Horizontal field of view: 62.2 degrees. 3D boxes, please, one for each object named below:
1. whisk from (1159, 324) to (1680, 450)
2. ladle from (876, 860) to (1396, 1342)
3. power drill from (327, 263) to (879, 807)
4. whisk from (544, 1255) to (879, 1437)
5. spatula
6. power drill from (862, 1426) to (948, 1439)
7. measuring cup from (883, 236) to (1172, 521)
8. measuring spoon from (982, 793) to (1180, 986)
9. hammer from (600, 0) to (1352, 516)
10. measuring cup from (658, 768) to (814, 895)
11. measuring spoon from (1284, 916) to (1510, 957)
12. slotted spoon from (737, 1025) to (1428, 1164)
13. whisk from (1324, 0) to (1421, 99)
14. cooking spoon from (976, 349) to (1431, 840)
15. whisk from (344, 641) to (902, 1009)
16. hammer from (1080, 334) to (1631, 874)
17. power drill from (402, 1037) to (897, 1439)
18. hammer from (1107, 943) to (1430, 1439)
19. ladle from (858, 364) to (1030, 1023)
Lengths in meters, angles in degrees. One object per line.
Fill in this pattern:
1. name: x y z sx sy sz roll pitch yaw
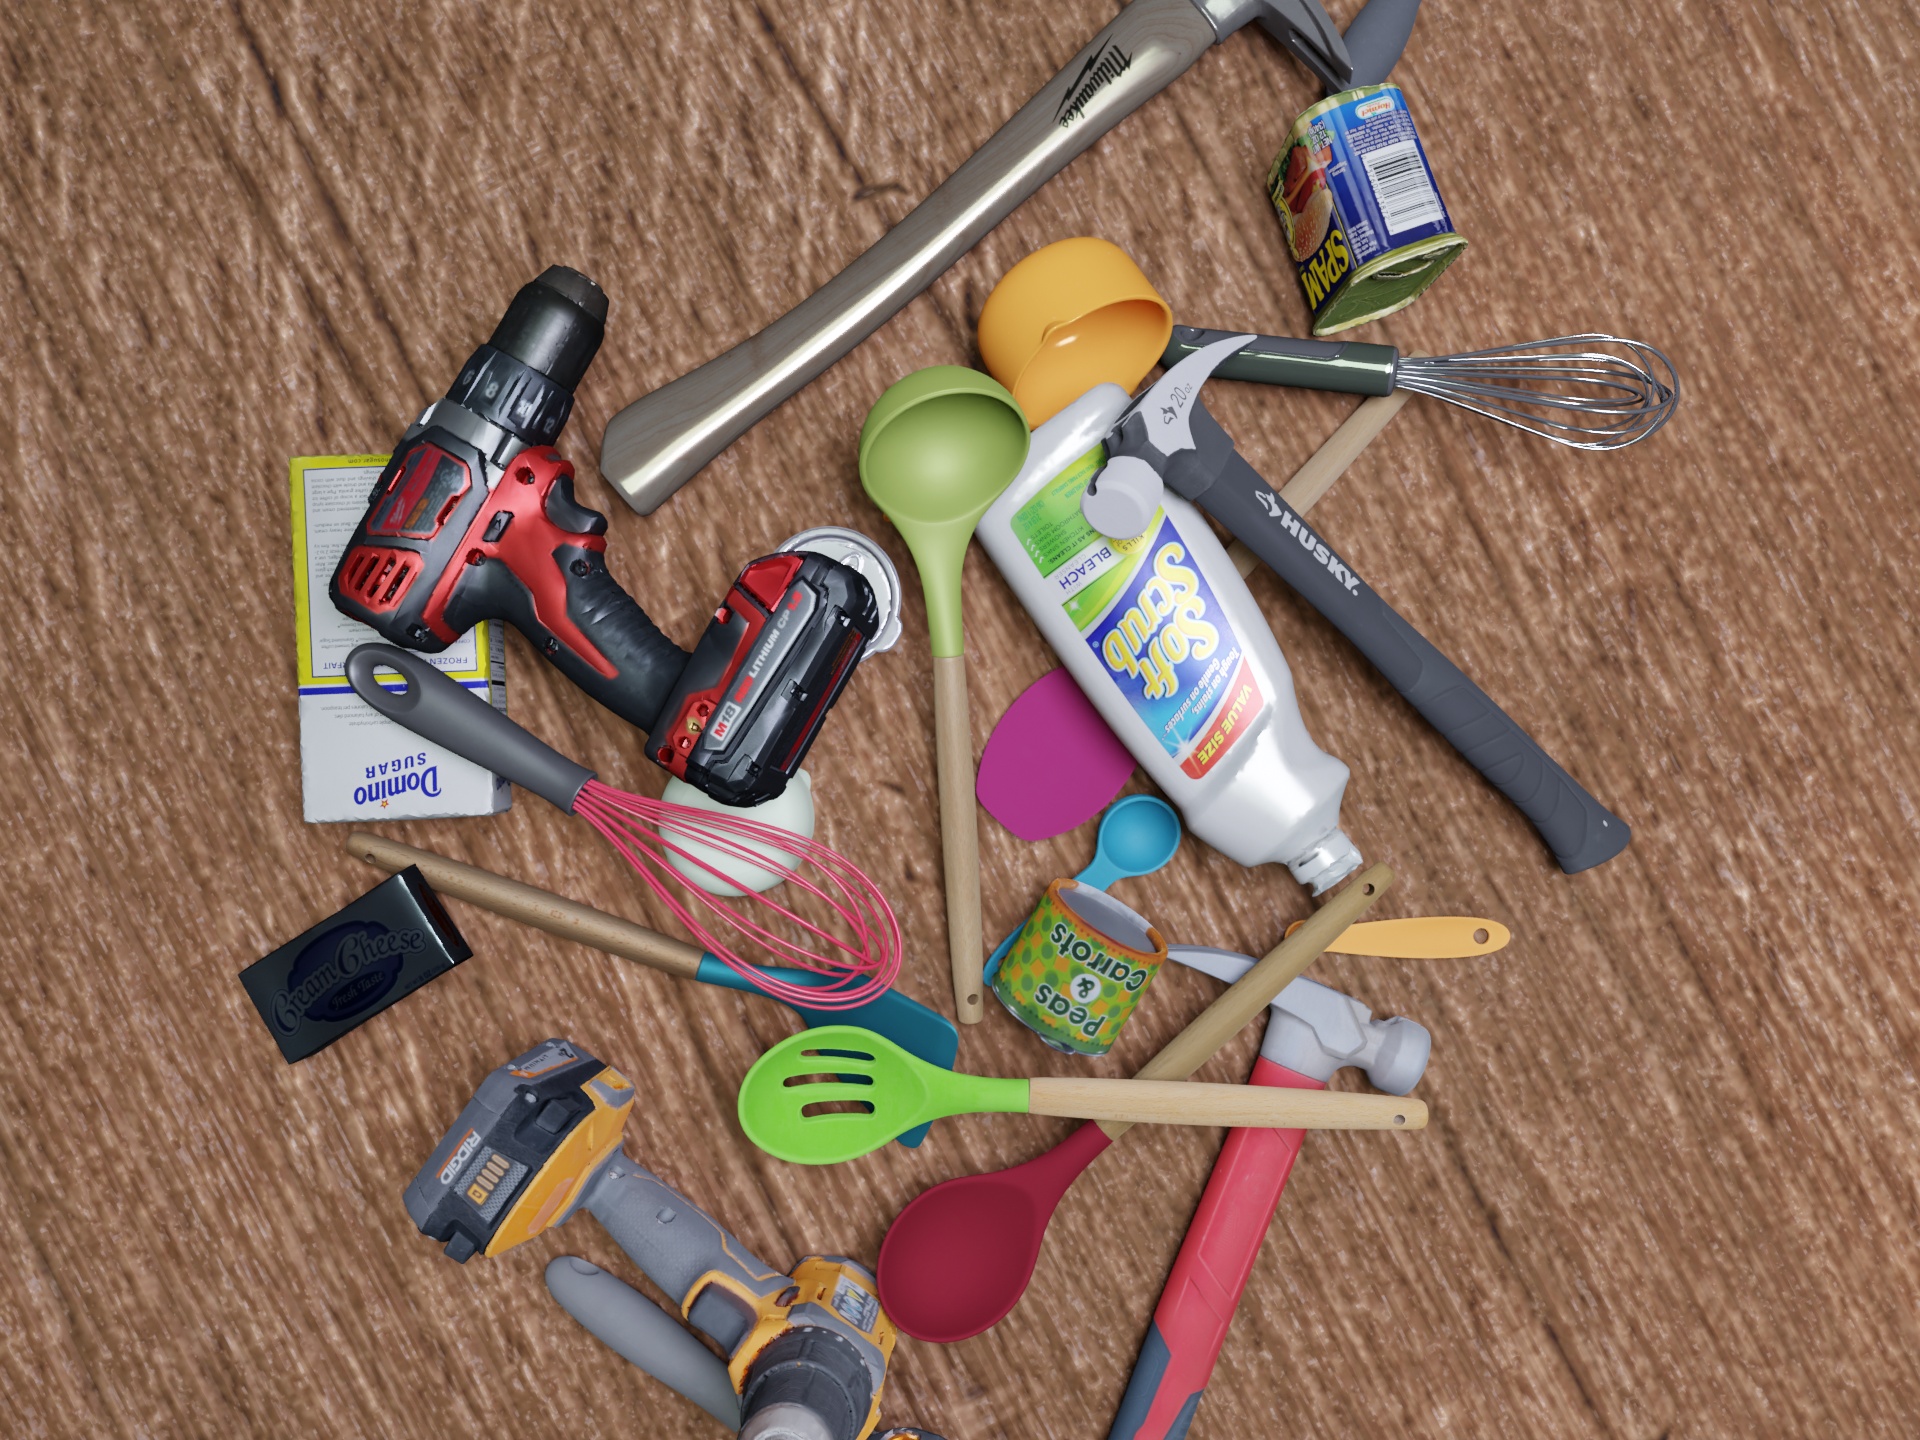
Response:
1. whisk: 0.217 -0.169 0.772 0.246 0.058 0.059 9 133 13
2. ladle: 0.086 0.175 0.753 0.315 0.031 0.069 -42 88 1
3. power drill: -0.149 -0.083 0.715 0.227 0.080 0.188 29 87 7
4. whisk: -0.103 0.332 0.773 0.239 0.055 0.055 34 88 4
5. spatula: -0.154 0.116 0.774 0.317 0.044 0.082 19 121 1
6. power drill: -0.064 0.437 0.678 0.084 0.164 0.226 24 115 -1
7. measuring cup: 0.019 -0.166 0.778 0.173 0.095 0.052 -35 68 20
8. measuring spoon: 0.056 0.084 0.796 0.128 0.021 0.042 -45 111 7
9. hammer: -0.003 -0.235 0.779 0.410 0.038 0.146 -40 76 0
10. measuring cup: -0.134 0.011 0.779 0.083 0.038 0.167 -32 92 -2
11. measuring spoon: 0.219 0.109 0.802 0.117 0.011 0.021 0 89 -5
12. slotted spoon: 0.057 0.175 0.729 0.313 0.031 0.070 2 106 0
13. whisk: 0.261 -0.430 0.795 0.070 0.070 0.284 30 93 -1
14. cooking spoon: 0.127 -0.066 0.798 0.069 0.017 0.319 43 88 10
15. whisk: -0.157 0.043 0.733 0.296 0.073 0.073 30 88 4
16. hammer: 0.203 -0.042 0.755 0.334 0.035 0.146 41 50 -14
17. power drill: -0.130 0.245 0.705 0.226 0.185 0.084 36 90 3
18. hammer: 0.093 0.304 0.779 0.143 0.038 0.386 22 88 1
19. ladle: -0.001 -0.002 0.741 0.078 0.062 0.320 -7 105 -13
